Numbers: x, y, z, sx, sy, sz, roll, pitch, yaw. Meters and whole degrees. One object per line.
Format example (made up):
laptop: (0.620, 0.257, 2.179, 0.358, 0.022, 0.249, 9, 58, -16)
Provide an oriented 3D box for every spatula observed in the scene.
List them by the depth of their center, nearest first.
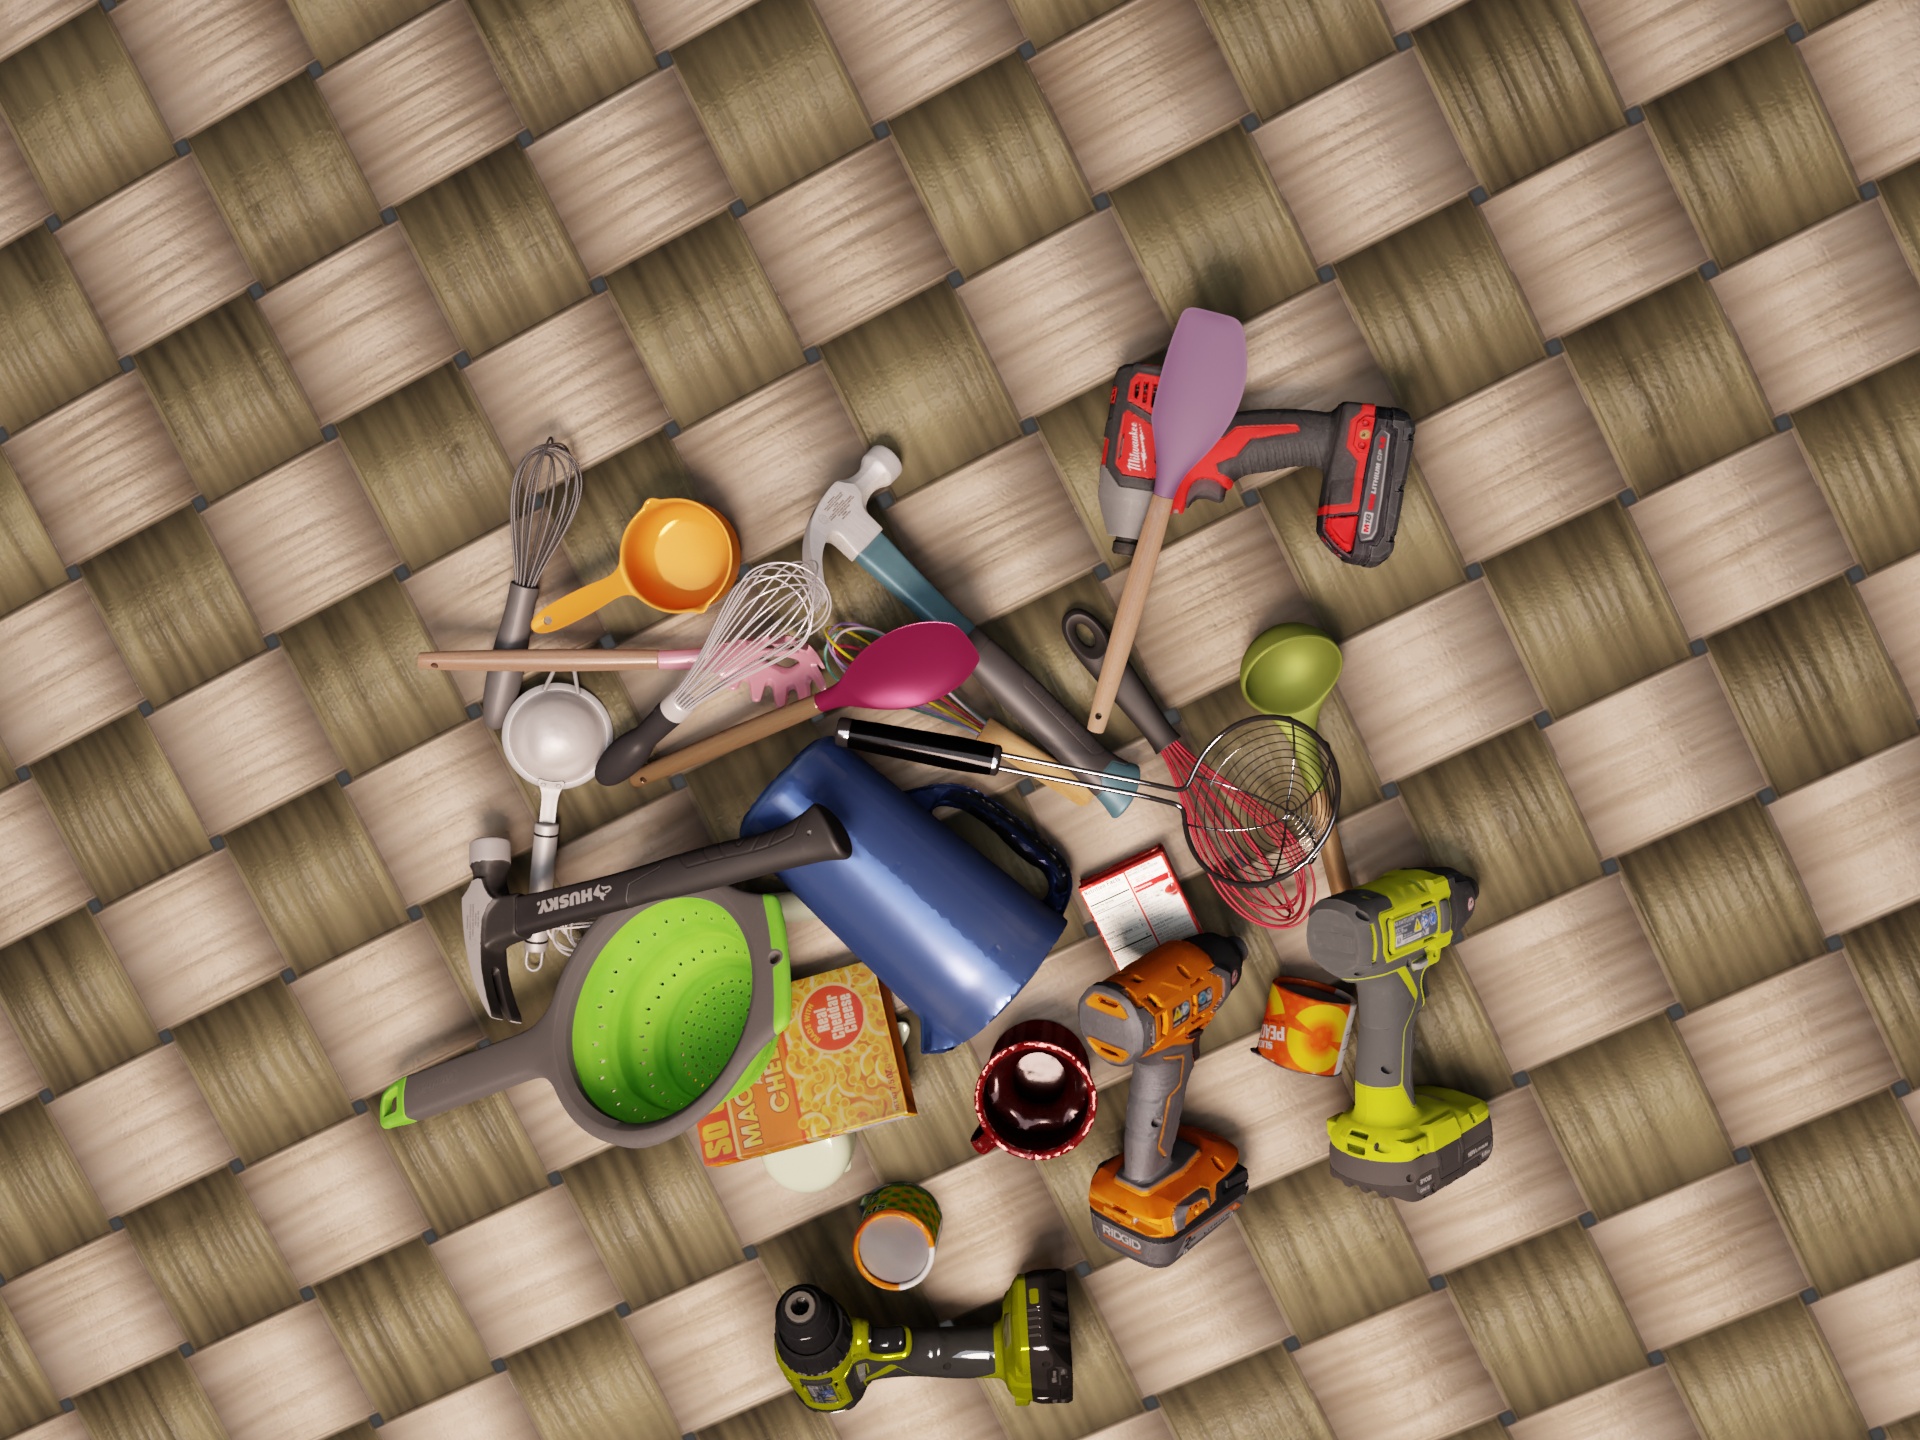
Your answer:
spatula: (0.142, -0.137, 1.153, 0.060, 0.018, 0.315, 18, 107, 9)

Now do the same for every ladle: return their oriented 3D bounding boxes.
ladle: (0.280, 0.080, 1.208, 0.078, 0.062, 0.320, -15, 97, 1)

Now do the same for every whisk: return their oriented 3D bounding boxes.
whisk: (-0.194, -0.029, 1.197, 0.284, 0.070, 0.070, -39, 92, 32)
whisk: (0.170, 0.035, 1.214, 0.073, 0.073, 0.296, -37, 86, 8)
whisk: (-0.003, -0.003, 1.229, 0.245, 0.047, 0.051, 32, 81, -3)
whisk: (-0.344, -0.106, 1.253, 0.055, 0.055, 0.239, 17, 102, 3)
whisk: (-0.209, 0.157, 1.270, 0.246, 0.058, 0.059, -6, 130, 3)

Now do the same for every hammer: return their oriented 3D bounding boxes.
hammer: (-0.230, 0.126, 1.176, 0.335, 0.035, 0.146, -16, 67, 22)
hammer: (0.013, -0.054, 1.209, 0.331, 0.033, 0.128, 44, 69, -3)

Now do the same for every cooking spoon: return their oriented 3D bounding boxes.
cooking spoon: (-0.128, -0.006, 1.209, 0.319, 0.017, 0.068, -21, 124, 24)

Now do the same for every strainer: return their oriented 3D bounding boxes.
strainer: (-0.329, 0.080, 1.274, 0.087, 0.050, 0.258, 6, 100, -10)

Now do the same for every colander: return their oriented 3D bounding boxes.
colander: (-0.274, 0.254, 1.227, 0.397, 0.094, 0.205, -23, 56, 21)

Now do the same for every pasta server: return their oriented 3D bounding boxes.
pasta server: (-0.262, -0.043, 1.234, 0.316, 0.040, 0.060, 0, 126, -2)

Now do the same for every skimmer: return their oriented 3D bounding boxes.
skimmer: (0.085, 0.034, 1.144, 0.363, 0.090, 0.127, 11, 78, 5)

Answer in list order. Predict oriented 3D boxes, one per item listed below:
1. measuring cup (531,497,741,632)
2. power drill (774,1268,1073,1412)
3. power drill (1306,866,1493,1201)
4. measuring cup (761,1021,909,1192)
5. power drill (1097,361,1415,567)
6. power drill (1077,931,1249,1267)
measuring cup: (-0.252, -0.110, 1.239, 0.173, 0.052, 0.095, -25, 93, 9)
power drill: (-0.030, 0.476, 1.224, 0.228, 0.190, 0.080, -3, 53, 2)
power drill: (0.334, 0.224, 1.180, 0.080, 0.171, 0.223, 5, 102, 50)
measuring cup: (-0.097, 0.309, 1.274, 0.083, 0.038, 0.167, 39, 100, 0)
power drill: (0.212, -0.180, 1.177, 0.219, 0.078, 0.143, 10, 97, 7)
power drill: (0.163, 0.272, 1.192, 0.084, 0.164, 0.226, 14, 115, 42)
